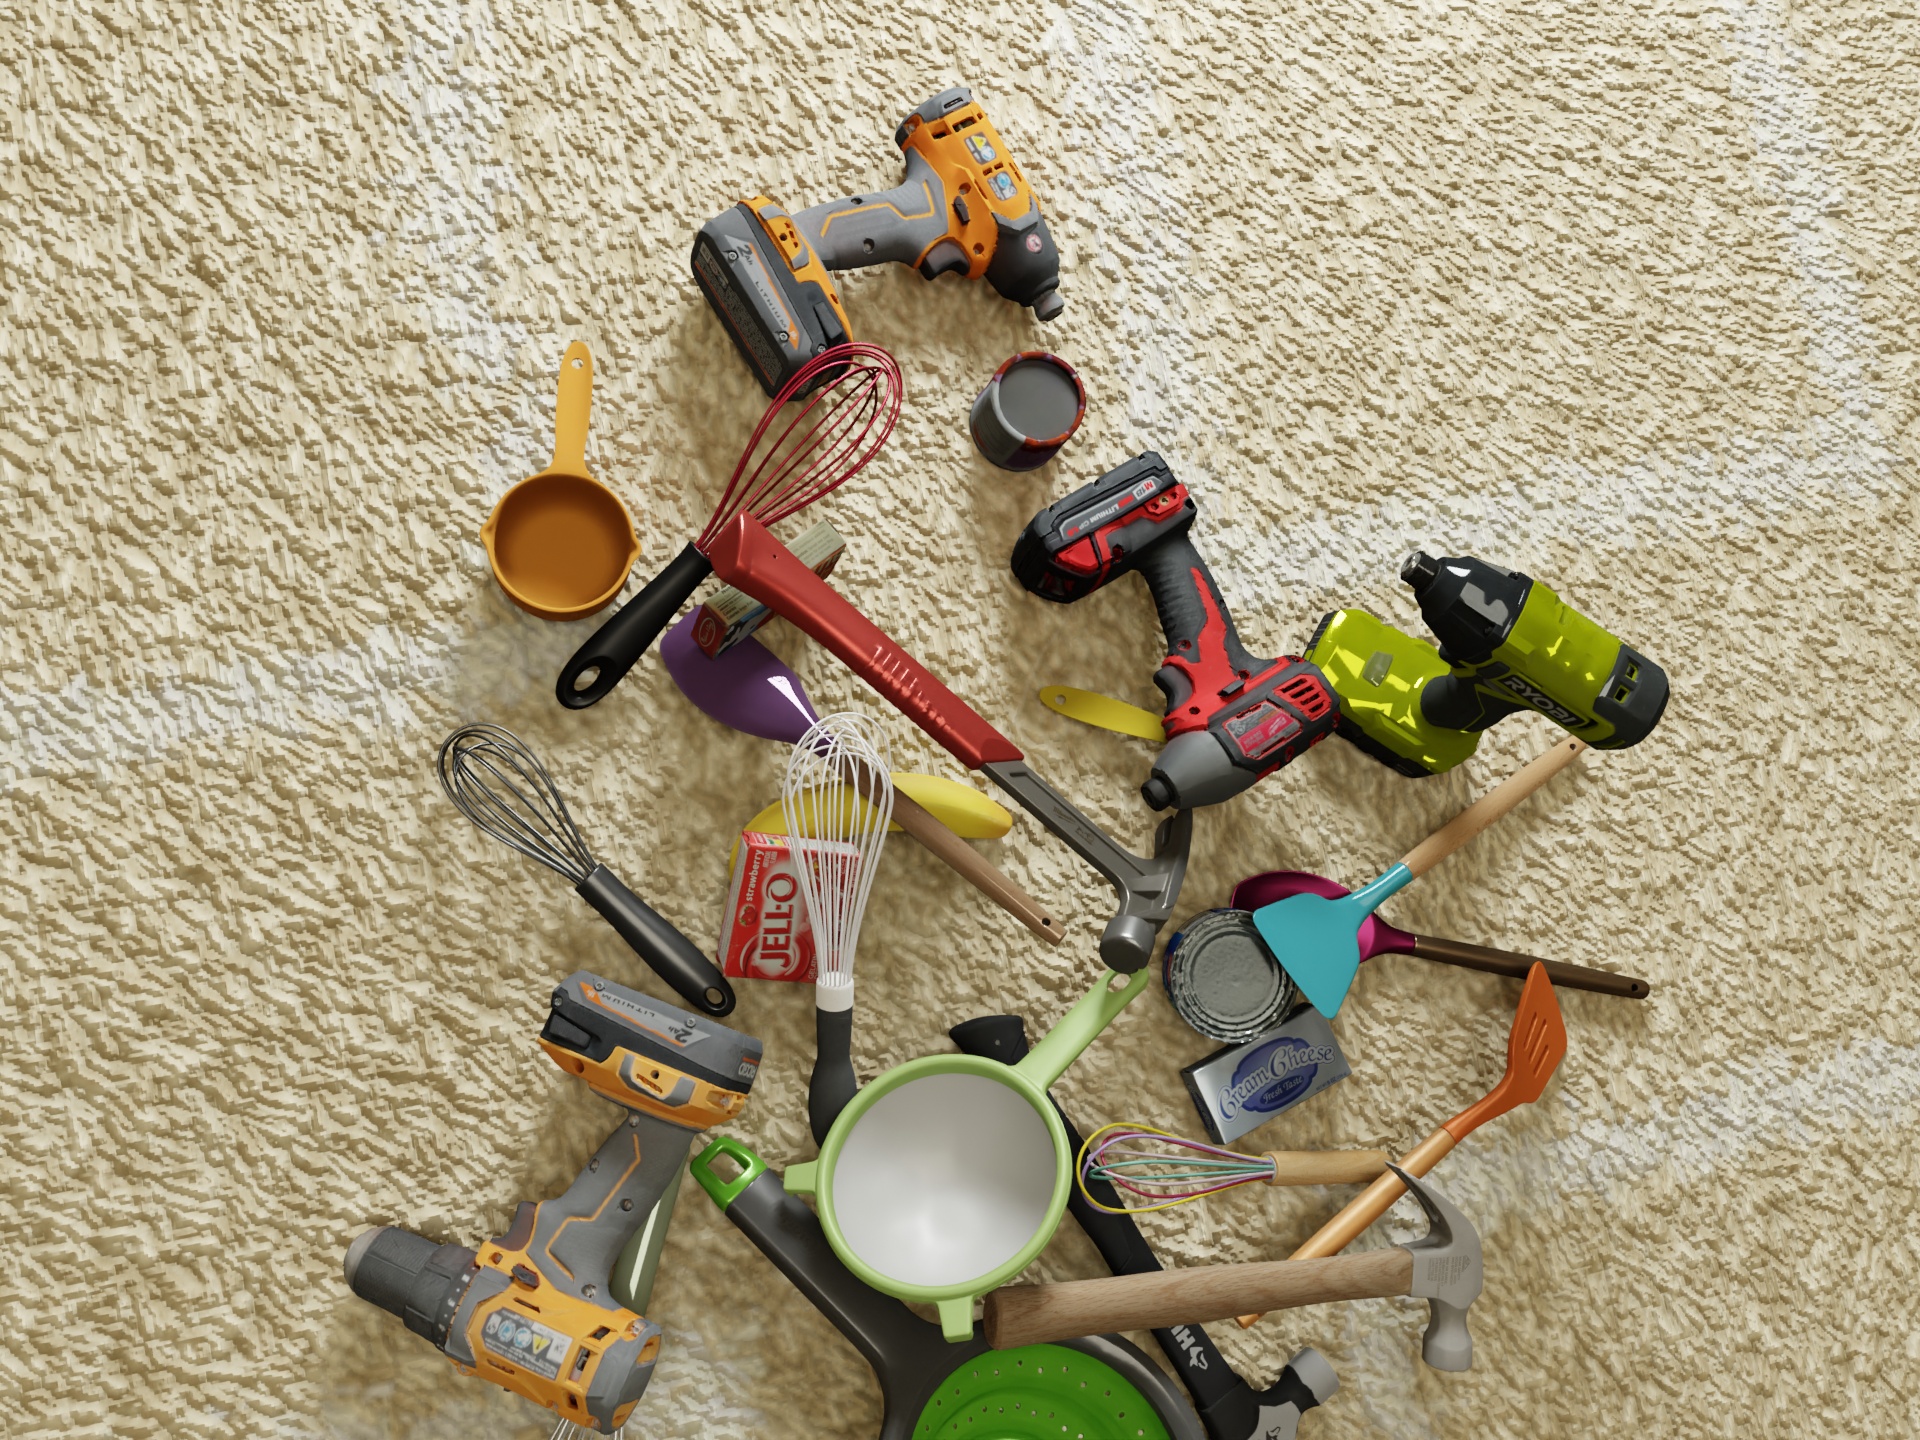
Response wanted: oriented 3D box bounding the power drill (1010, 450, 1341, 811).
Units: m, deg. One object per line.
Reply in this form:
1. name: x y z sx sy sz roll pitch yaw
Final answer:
1. power drill: 0.133 -0.051 1.036 0.143 0.078 0.220 -32 82 -16

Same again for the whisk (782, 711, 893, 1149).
1. whisk: -0.075 0.132 0.941 0.070 0.070 0.284 -1 108 -14

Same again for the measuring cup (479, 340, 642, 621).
1. measuring cup: -0.244 -0.146 0.989 0.095 0.052 0.174 5 79 -13

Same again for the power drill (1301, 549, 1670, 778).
1. power drill: 0.313 -0.036 1.016 0.171 0.223 0.080 32 75 -7

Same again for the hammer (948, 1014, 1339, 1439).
1. hammer: 0.094 0.330 1.005 0.146 0.035 0.335 -33 90 -17

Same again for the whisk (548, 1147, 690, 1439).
1. whisk: -0.200 0.361 0.928 0.059 0.058 0.246 27 70 -41

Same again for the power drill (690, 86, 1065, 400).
1. power drill: -0.043 -0.301 1.047 0.226 0.084 0.164 -33 92 -19

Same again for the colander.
1. colander: -0.019 0.407 0.943 0.397 0.094 0.204 41 52 14

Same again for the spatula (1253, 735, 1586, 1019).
1. spatula: 0.326 0.089 1.082 0.317 0.044 0.082 -32 79 -22

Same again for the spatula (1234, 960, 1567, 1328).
1. spatula: 0.296 0.285 1.043 0.322 0.041 0.081 -35 116 -16

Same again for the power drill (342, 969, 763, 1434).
1. power drill: -0.231 0.260 0.906 0.185 0.084 0.226 19 77 12

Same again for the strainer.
1. strainer: 0.030 0.246 0.959 0.152 0.069 0.256 31 61 33

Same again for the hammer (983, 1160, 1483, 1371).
1. hammer: 0.173 0.342 0.963 0.331 0.031 0.130 1 92 -19

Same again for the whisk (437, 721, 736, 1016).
1. whisk: -0.222 0.093 0.963 0.239 0.055 0.055 46 74 -8

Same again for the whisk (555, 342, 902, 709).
1. whisk: -0.144 -0.116 0.977 0.073 0.073 0.296 44 93 -4

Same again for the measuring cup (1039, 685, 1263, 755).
1. measuring cup: 0.126 0.008 1.072 0.156 0.029 0.062 18 72 1

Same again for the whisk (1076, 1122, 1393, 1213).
1. whisk: 0.178 0.281 1.007 0.244 0.051 0.047 7 48 -28

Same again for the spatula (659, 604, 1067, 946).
1. spatula: -0.062 0.036 0.982 0.316 0.018 0.060 38 68 11

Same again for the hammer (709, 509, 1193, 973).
1. hammer: -0.002 -0.003 0.975 0.359 0.036 0.149 41 38 -11

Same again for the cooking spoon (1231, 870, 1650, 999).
1. cooking spoon: 0.333 0.159 1.098 0.318 0.017 0.069 12 77 -11
